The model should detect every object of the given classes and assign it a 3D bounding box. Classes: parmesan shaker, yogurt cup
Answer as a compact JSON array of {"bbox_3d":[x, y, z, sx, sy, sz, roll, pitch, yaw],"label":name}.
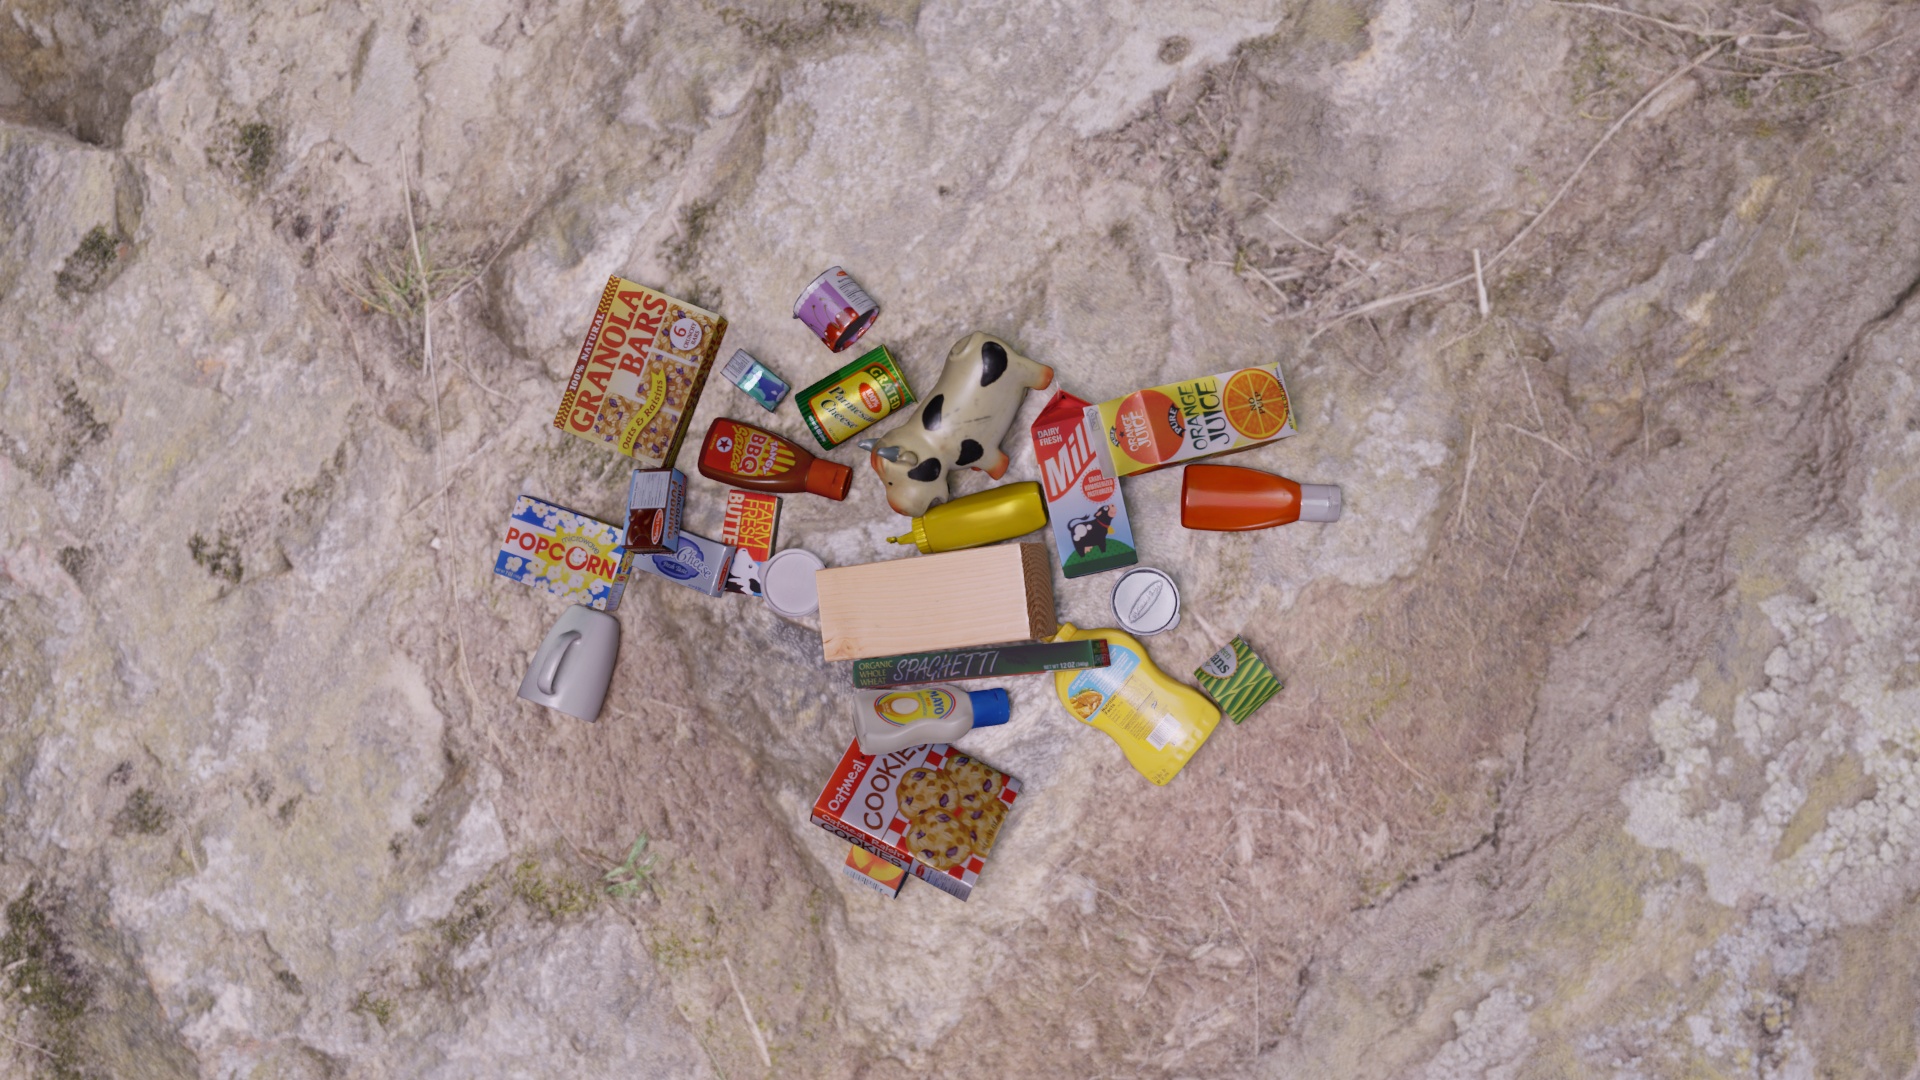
[{"bbox_3d":[-0.103,-0.139,1.375,0.103,0.071,0.071,-30,85,4],"label":"parmesan shaker"},{"bbox_3d":[-0.159,0.043,1.377,0.072,0.054,0.072,0,88,6],"label":"yogurt cup"}]

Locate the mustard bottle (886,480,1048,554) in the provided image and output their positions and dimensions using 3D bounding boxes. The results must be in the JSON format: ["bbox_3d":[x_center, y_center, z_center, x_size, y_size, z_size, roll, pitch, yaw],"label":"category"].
[{"bbox_3d":[0.005,-0.017,1.359,0.160,0.065,0.048,-15,104,10],"label":"mustard bottle"}]

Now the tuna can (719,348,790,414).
[{"bbox_3d":[-0.202,-0.158,1.387,0.071,0.071,0.033,38,91,6],"label":"tuna can"}]

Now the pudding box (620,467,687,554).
[{"bbox_3d":[-0.305,-0.029,1.381,0.049,0.030,0.084,-2,72,20],"label":"pudding box"}]

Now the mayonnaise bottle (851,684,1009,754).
[{"bbox_3d":[-0.028,0.168,1.340,0.148,0.041,0.065,-6,42,-16],"label":"mayonnaise bottle"}]

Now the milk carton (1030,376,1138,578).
[{"bbox_3d":[0.115,-0.062,1.344,0.073,0.072,0.190,-13,86,5],"label":"milk carton"}]

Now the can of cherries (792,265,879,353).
[{"bbox_3d":[-0.124,-0.227,1.382,0.071,0.071,0.058,-45,85,3],"label":"can of cherries"}]

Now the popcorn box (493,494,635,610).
[{"bbox_3d":[-0.399,0.012,1.411,0.127,0.038,0.085,18,89,7],"label":"popcorn box"}]

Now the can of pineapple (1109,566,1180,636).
[{"bbox_3d":[0.178,0.060,1.338,0.071,0.058,0.071,0,88,6],"label":"can of pineapple"}]

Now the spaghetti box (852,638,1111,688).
[{"bbox_3d":[0.016,0.118,1.323,0.250,0.050,0.028,-7,84,23],"label":"spaghetti box"}]

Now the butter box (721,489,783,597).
[{"bbox_3d":[-0.213,0.003,1.399,0.053,0.024,0.103,8,88,6],"label":"butter box"}]

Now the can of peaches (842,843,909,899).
[{"bbox_3d":[-0.074,0.304,1.349,0.058,0.071,0.071,25,90,7],"label":"can of peaches"}]

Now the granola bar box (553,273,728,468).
[{"bbox_3d":[-0.324,-0.170,1.412,0.124,0.039,0.165,21,90,6],"label":"granola bar box"}]

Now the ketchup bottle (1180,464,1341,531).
[{"bbox_3d":[0.288,-0.039,1.338,0.149,0.043,0.064,3,88,6],"label":"ketchup bottle"}]

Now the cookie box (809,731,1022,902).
[{"bbox_3d":[-0.042,0.251,1.330,0.167,0.040,0.123,25,52,7],"label":"cookie box"}]

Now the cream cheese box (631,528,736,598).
[{"bbox_3d":[-0.276,0.017,1.390,0.104,0.024,0.053,18,89,26],"label":"cream cheese box"}]

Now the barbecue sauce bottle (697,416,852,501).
[{"bbox_3d":[-0.184,-0.075,1.390,0.148,0.043,0.065,16,74,6],"label":"barbecue sauce bottle"}]

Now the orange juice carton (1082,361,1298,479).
[{"bbox_3d":[0.210,-0.109,1.302,0.193,0.073,0.072,-13,86,-18],"label":"orange juice carton"}]

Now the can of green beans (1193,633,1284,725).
[{"bbox_3d":[0.264,0.133,1.321,0.058,0.071,0.071,-40,84,4],"label":"can of green beans"}]
